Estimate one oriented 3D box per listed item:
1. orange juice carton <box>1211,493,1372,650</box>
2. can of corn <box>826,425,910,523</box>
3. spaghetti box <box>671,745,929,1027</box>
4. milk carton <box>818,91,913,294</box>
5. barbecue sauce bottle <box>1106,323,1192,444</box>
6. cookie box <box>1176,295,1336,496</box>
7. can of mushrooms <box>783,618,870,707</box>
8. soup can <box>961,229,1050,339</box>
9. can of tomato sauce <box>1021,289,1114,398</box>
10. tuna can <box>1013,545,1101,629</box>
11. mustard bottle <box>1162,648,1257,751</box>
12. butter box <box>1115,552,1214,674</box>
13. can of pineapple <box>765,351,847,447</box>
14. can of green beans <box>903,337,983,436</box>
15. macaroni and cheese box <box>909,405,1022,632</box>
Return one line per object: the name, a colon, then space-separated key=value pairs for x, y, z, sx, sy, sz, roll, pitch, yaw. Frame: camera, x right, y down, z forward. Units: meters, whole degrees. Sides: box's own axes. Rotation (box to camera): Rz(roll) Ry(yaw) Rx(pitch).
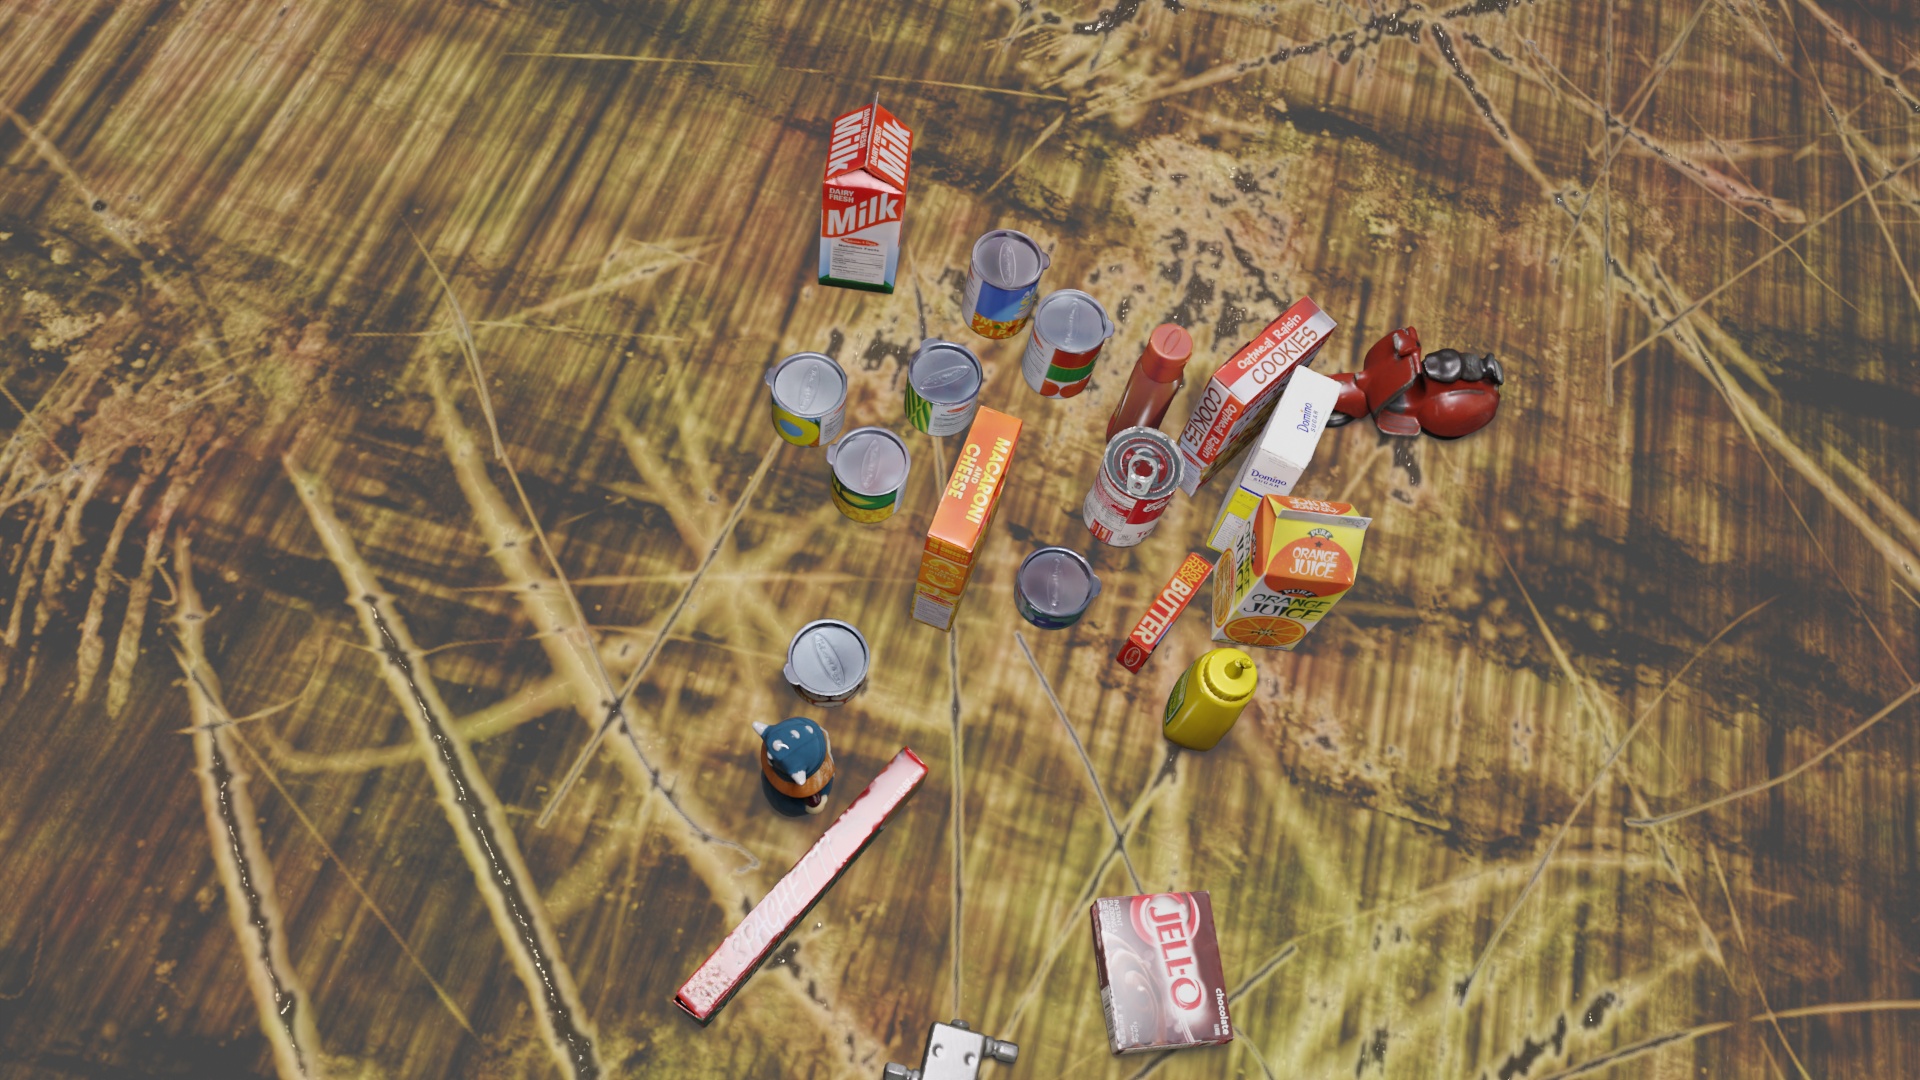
orange juice carton: x=0.264 y=0.020 z=1.126 sx=0.072 sy=0.191 sz=0.073 roll=8 pitch=64 yaw=-4
can of corn: x=-0.081 y=-0.056 z=1.191 sx=0.071 sy=0.058 sz=0.071 roll=3 pitch=65 yaw=-6
spaghetti box: x=-0.116 y=0.258 z=1.042 sx=0.029 sy=0.050 sz=0.251 roll=40 pitch=66 yaw=11
milk carton: x=-0.084 y=-0.306 z=1.236 sx=0.073 sy=0.189 sz=0.072 roll=7 pitch=64 yaw=-4
barbecue sauce bottle: x=0.166 y=-0.133 z=1.210 sx=0.044 sy=0.148 sz=0.065 roll=29 pitch=65 yaw=7
cookie box: x=0.247 y=-0.123 z=1.205 sx=0.123 sy=0.166 sz=0.040 roll=-40 pitch=76 yaw=-22
can of mushrooms: x=-0.110 y=0.100 z=1.126 sx=0.071 sy=0.033 sz=0.071 roll=3 pitch=65 yaw=-6
soup can: x=0.040 y=-0.234 z=1.277 sx=0.071 sy=0.083 sz=0.071 roll=3 pitch=65 yaw=-6
can of tomato sauce: x=0.096 y=-0.176 z=1.257 sx=0.071 sy=0.082 sz=0.071 roll=3 pitch=65 yaw=-6
tuna can: x=0.082 y=0.041 z=1.180 sx=0.071 sy=0.032 sz=0.071 roll=3 pitch=65 yaw=-6
mustard bottle: x=0.199 y=0.117 z=1.089 sx=0.049 sy=0.159 sz=0.065 roll=19 pitch=64 yaw=2
butter box: x=0.172 y=0.061 z=1.172 sx=0.024 sy=0.053 sz=0.104 roll=36 pitch=66 yaw=10
can of pineapple: x=-0.134 y=-0.124 z=1.216 sx=0.071 sy=0.057 sz=0.071 roll=3 pitch=65 yaw=-6
can of green beans: x=-0.016 y=-0.134 z=1.237 sx=0.071 sy=0.057 sz=0.071 roll=3 pitch=65 yaw=-6
macaroni and cheese box: x=0.004 y=-0.014 z=1.122 sx=0.040 sy=0.165 sz=0.124 roll=21 pitch=64 yaw=2
